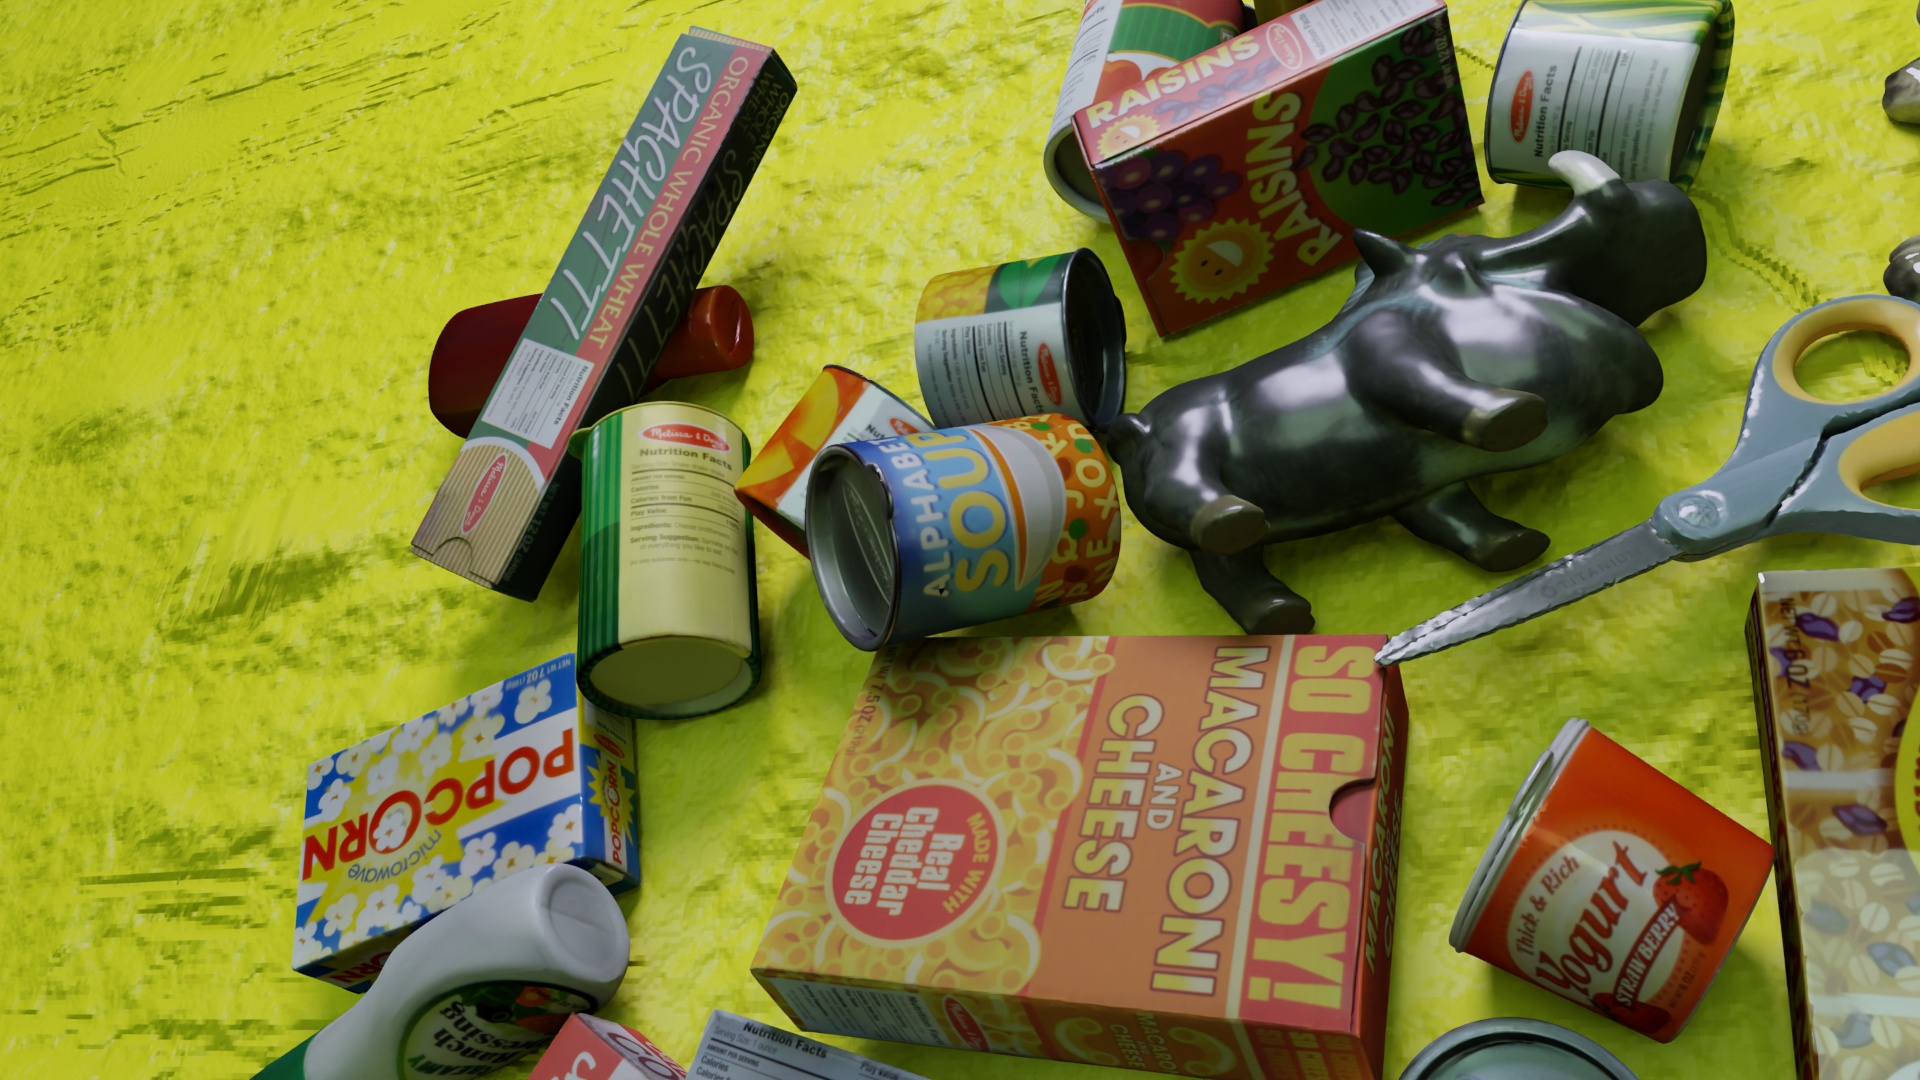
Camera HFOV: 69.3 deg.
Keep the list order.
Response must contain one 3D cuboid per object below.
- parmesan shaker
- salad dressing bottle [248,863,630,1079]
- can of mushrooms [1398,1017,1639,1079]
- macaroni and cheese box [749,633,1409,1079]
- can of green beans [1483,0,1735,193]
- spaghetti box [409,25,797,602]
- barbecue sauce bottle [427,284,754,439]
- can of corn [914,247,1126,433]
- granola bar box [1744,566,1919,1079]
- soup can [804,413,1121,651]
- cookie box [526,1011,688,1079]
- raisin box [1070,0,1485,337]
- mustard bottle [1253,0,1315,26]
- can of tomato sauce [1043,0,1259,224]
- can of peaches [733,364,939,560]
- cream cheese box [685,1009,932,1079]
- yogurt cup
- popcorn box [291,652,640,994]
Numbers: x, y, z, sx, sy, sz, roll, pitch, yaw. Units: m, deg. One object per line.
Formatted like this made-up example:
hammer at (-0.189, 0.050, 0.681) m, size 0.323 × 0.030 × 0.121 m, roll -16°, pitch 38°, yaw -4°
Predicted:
parmesan shaker at (-0.113, 0.008, 0.521) m, size 0.071 × 0.071 × 0.103 m, roll -19°, pitch 55°, yaw 15°
salad dressing bottle at (-0.180, 0.164, 0.468) m, size 0.147 × 0.064 × 0.044 m, roll -34°, pitch 47°, yaw 14°
can of mushrooms at (0.135, 0.154, 0.334) m, size 0.071 × 0.033 × 0.071 m, roll -12°, pitch 57°, yaw 19°
macaroni and cheese box at (0.038, 0.085, 0.401) m, size 0.166 × 0.040 × 0.124 m, roll -3°, pitch 45°, yaw 25°
can of green beans at (0.214, -0.147, 0.459) m, size 0.058 × 0.071 × 0.071 m, roll 20°, pitch 71°, yaw 33°
spaghetti box at (-0.144, -0.096, 0.573) m, size 0.050 × 0.028 × 0.250 m, roll 21°, pitch 81°, yaw 25°
barbecue sauce bottle at (-0.165, -0.084, 0.620) m, size 0.148 × 0.043 × 0.065 m, roll -7°, pitch 62°, yaw 22°
can of corn at (0.024, -0.069, 0.507) m, size 0.058 × 0.071 × 0.071 m, roll -5°, pitch 59°, yaw 24°
granola bar box at (0.256, 0.086, 0.313) m, size 0.124 × 0.039 × 0.166 m, roll -3°, pitch 60°, yaw 24°
soup can at (0.002, -0.006, 0.451) m, size 0.084 × 0.071 × 0.071 m, roll -11°, pitch 46°, yaw -28°
cookie box at (-0.084, 0.231, 0.389) m, size 0.167 × 0.040 × 0.123 m, roll 23°, pitch 73°, yaw 34°
raisin box at (0.112, -0.133, 0.487) m, size 0.123 × 0.086 × 0.040 m, roll -22°, pitch 48°, yaw 13°
mustard bottle at (0.128, -0.224, 0.489) m, size 0.065 × 0.160 × 0.049 m, roll -31°, pitch 54°, yaw 8°
can of tomato sauce at (0.075, -0.174, 0.545) m, size 0.071 × 0.071 × 0.083 m, roll 2°, pitch 63°, yaw 27°
can of peaches at (-0.041, -0.021, 0.508) m, size 0.071 × 0.071 × 0.058 m, roll 27°, pitch 76°, yaw 36°
cream cheese box at (-0.022, 0.163, 0.393) m, size 0.104 × 0.053 × 0.024 m, roll 6°, pitch 63°, yaw 29°
yogurt cup at (0.162, 0.086, 0.345) m, size 0.054 × 0.072 × 0.072 m, roll 29°, pitch 77°, yaw 28°
popcorn box at (-0.183, 0.105, 0.516) m, size 0.126 × 0.038 × 0.085 m, roll -23°, pitch 54°, yaw 12°
